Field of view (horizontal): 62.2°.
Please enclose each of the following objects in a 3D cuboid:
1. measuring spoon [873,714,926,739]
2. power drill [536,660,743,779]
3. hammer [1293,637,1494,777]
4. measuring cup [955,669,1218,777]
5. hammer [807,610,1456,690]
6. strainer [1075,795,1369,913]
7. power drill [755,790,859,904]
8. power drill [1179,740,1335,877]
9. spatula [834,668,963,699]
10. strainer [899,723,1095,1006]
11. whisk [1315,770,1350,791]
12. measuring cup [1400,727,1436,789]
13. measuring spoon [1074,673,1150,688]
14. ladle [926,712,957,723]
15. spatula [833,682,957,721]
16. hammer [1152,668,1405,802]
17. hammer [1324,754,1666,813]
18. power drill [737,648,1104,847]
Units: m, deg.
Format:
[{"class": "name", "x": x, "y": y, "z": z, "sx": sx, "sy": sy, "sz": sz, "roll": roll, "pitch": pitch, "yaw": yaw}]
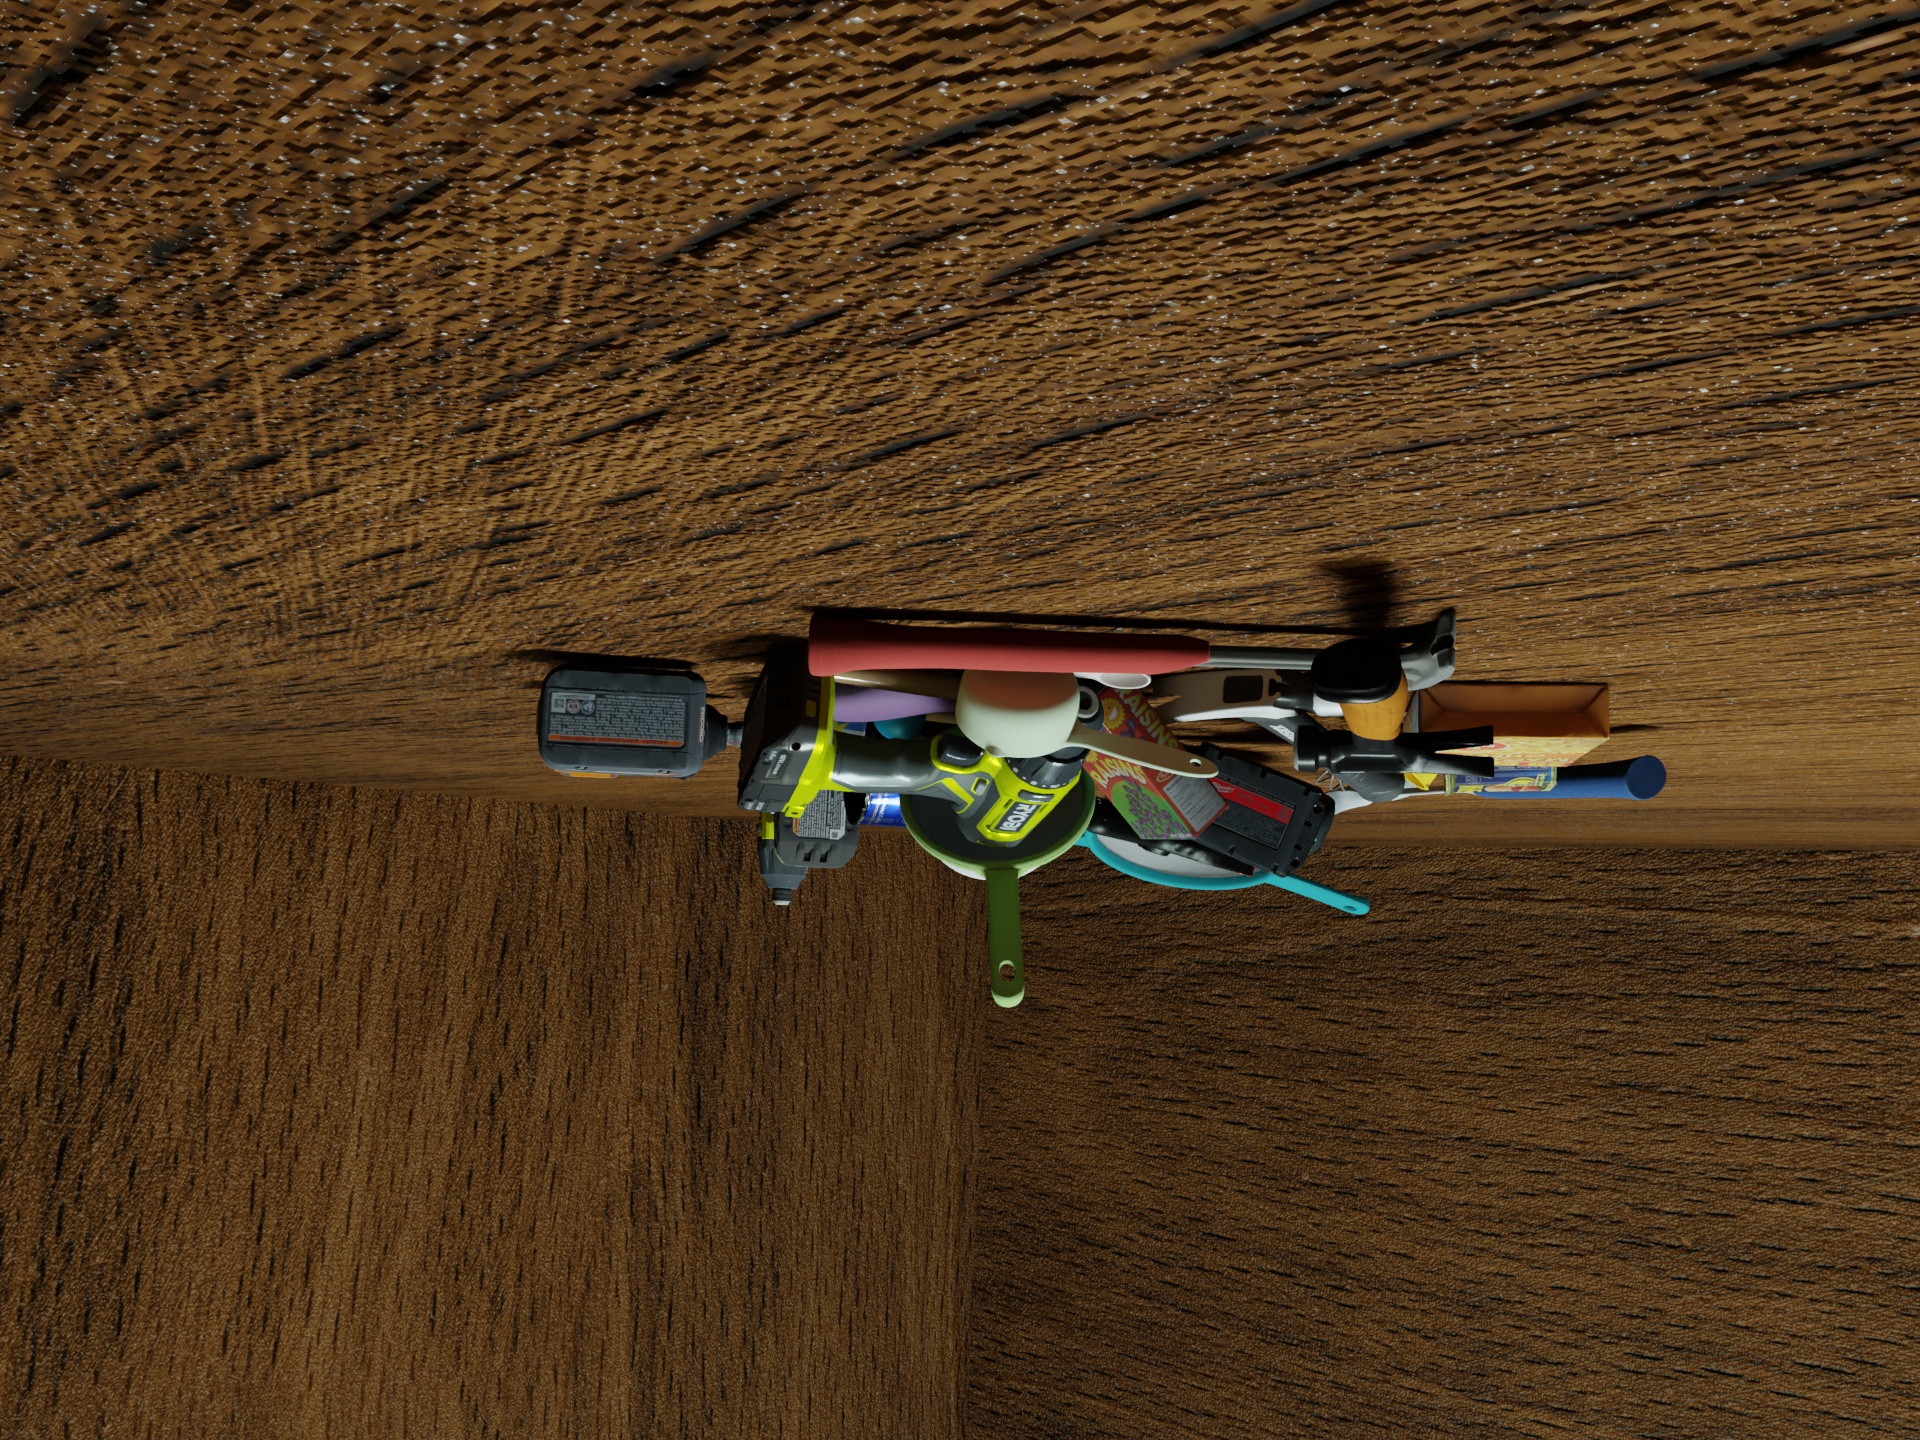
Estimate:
[{"class": "measuring spoon", "x": -0.054, "y": -0.008, "z": 1.204, "sx": 0.042, "sy": 0.021, "sz": 0.128, "roll": -2, "pitch": 162, "yaw": 7}, {"class": "power drill", "x": -0.247, "y": 0.004, "z": 1.246, "sx": 0.164, "sy": 0.084, "sz": 0.226, "roll": 3, "pitch": 177, "yaw": -10}, {"class": "hammer", "x": 0.240, "y": -0.001, "z": 0.894, "sx": 0.127, "sy": 0.034, "sz": 0.336, "roll": 1, "pitch": 173, "yaw": 16}, {"class": "measuring cup", "x": 0.078, "y": -0.003, "z": 0.968, "sx": 0.167, "sy": 0.038, "sz": 0.083, "roll": 16, "pitch": -139, "yaw": 14}, {"class": "hammer", "x": 0.092, "y": -0.040, "z": 0.909, "sx": 0.359, "sy": 0.037, "sz": 0.149, "roll": 2, "pitch": 173, "yaw": 2}, {"class": "strainer", "x": 0.293, "y": 0.113, "z": 1.657, "sx": 0.340, "sy": 0.095, "sz": 0.211, "roll": 21, "pitch": 151, "yaw": -22}, {"class": "power drill", "x": -0.157, "y": 0.090, "z": 1.554, "sx": 0.080, "sy": 0.171, "sz": 0.223, "roll": 4, "pitch": 170, "yaw": -15}, {"class": "power drill", "x": 0.234, "y": 0.063, "z": 1.393, "sx": 0.188, "sy": 0.080, "sz": 0.226, "roll": 23, "pitch": -175, "yaw": 12}, {"class": "spatula", "x": 0.019, "y": -0.010, "z": 1.157, "sx": 0.317, "sy": 0.044, "sz": 0.082, "roll": 8, "pitch": -161, "yaw": -27}, {"class": "strainer", "x": 0.031, "y": 0.114, "z": 1.209, "sx": 0.151, "sy": 0.257, "sz": 0.069, "roll": -3, "pitch": 140, "yaw": 0}, {"class": "whisk", "x": 0.362, "y": 0.040, "z": 1.441, "sx": 0.055, "sy": 0.055, "sz": 0.238, "roll": -1, "pitch": 177, "yaw": 26}, {"class": "measuring cup", "x": 0.357, "y": 0.013, "z": 1.286, "sx": 0.062, "sy": 0.029, "sz": 0.156, "roll": 41, "pitch": 178, "yaw": 29}, {"class": "measuring spoon", "x": 0.062, "y": -0.041, "z": 1.022, "sx": 0.124, "sy": 0.018, "sz": 0.034, "roll": 10, "pitch": 161, "yaw": -3}, {"class": "ladle", "x": -0.002, "y": -0.004, "z": 1.293, "sx": 0.315, "sy": 0.031, "sz": 0.069, "roll": 8, "pitch": 175, "yaw": -28}, {"class": "spatula", "x": 0.022, "y": -0.010, "z": 1.209, "sx": 0.315, "sy": 0.018, "sz": 0.059, "roll": 3, "pitch": 145, "yaw": -31}, {"class": "hammer", "x": 0.265, "y": 0.017, "z": 1.198, "sx": 0.146, "sy": 0.035, "sz": 0.334, "roll": -1, "pitch": 166, "yaw": 30}, {"class": "hammer", "x": 0.460, "y": 0.063, "z": 1.432, "sx": 0.144, "sy": 0.035, "sz": 0.405, "roll": -15, "pitch": -179, "yaw": -21}, {"class": "power drill", "x": -0.026, "y": 0.017, "z": 1.085, "sx": 0.228, "sy": 0.080, "sz": 0.190, "roll": 8, "pitch": 152, "yaw": -15}]
